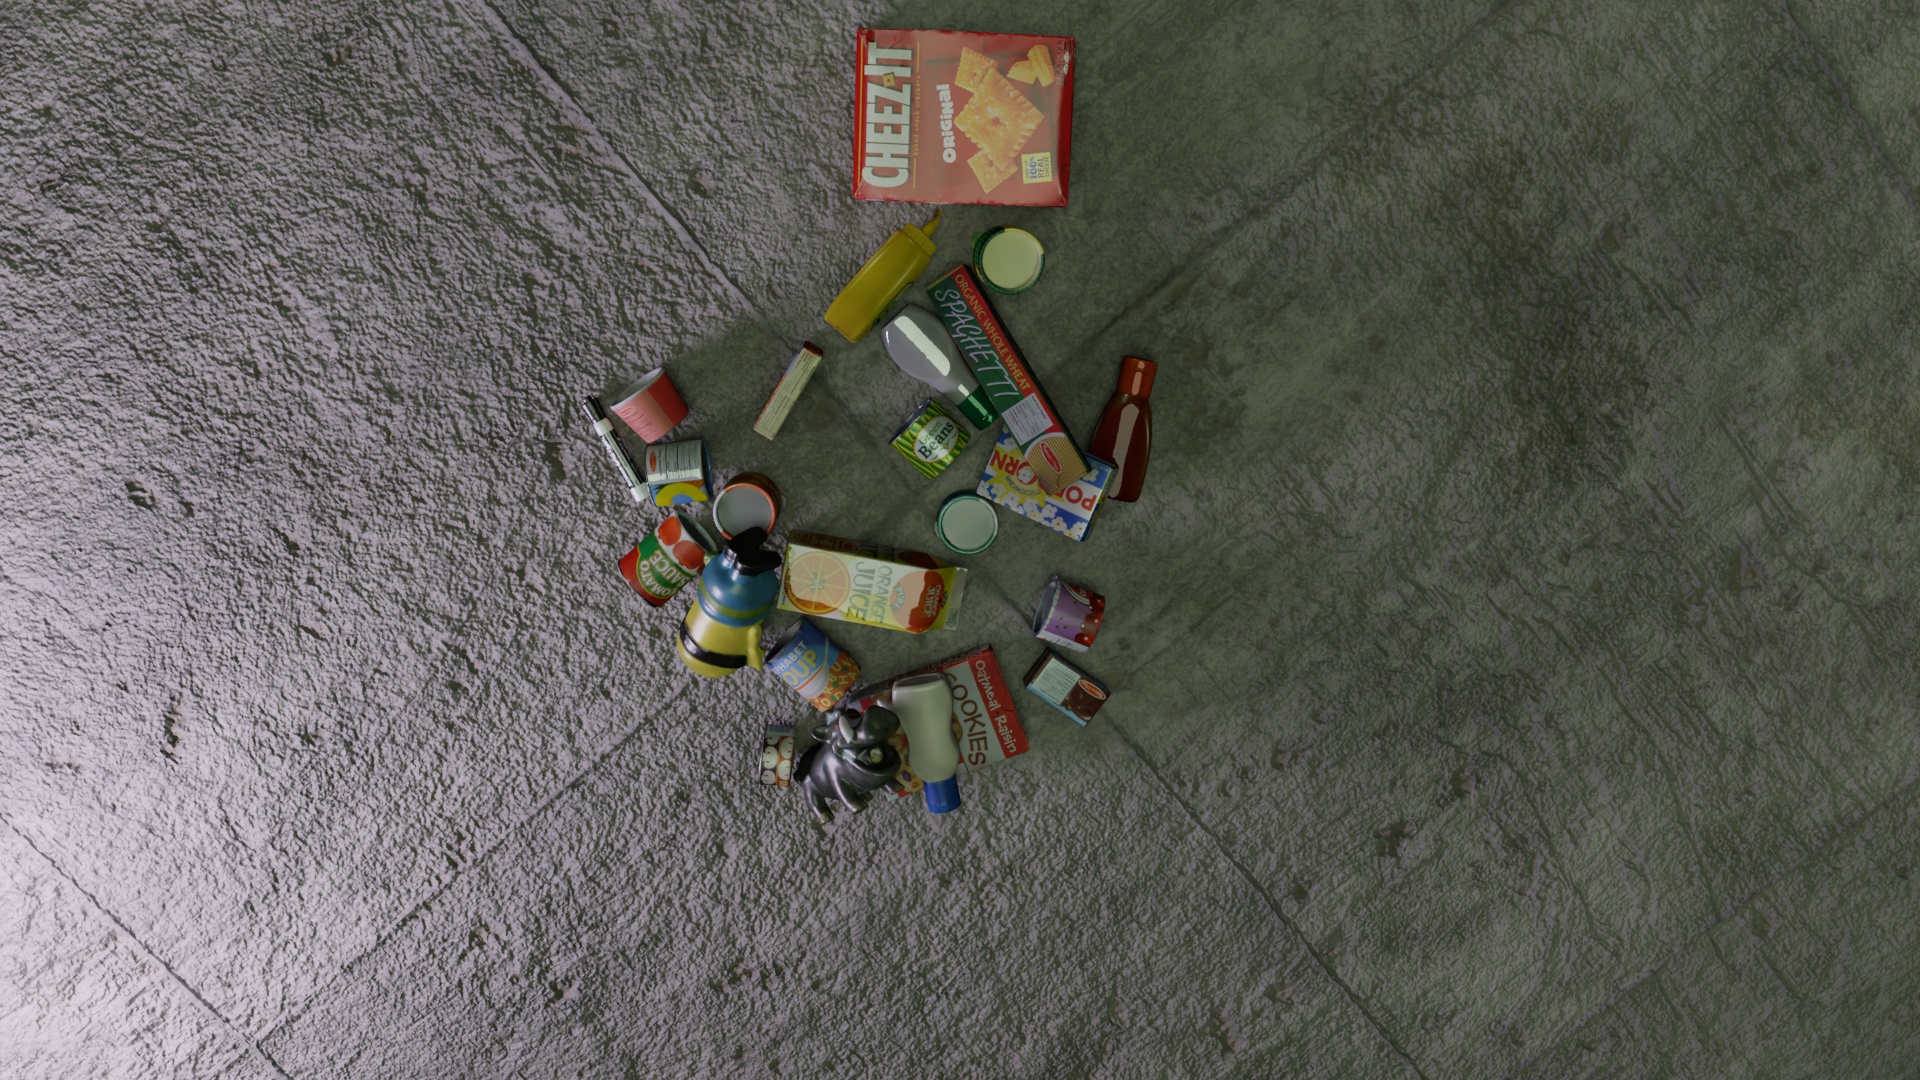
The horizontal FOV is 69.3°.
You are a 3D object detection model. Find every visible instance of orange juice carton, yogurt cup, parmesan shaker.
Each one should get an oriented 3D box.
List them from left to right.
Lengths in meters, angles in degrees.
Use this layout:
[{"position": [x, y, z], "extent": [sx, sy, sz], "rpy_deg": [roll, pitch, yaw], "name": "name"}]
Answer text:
[{"position": [-0.315, -0.137, 1.421], "extent": [0.072, 0.072, 0.054], "rpy_deg": [-34, 110, 6], "name": "yogurt cup"}, {"position": [-0.092, 0.046, 1.465], "extent": [0.193, 0.073, 0.071], "rpy_deg": [11, 102, -5], "name": "orange juice carton"}, {"position": [0.044, -0.281, 1.380], "extent": [0.071, 0.103, 0.071], "rpy_deg": [0, 103, -2], "name": "parmesan shaker"}]

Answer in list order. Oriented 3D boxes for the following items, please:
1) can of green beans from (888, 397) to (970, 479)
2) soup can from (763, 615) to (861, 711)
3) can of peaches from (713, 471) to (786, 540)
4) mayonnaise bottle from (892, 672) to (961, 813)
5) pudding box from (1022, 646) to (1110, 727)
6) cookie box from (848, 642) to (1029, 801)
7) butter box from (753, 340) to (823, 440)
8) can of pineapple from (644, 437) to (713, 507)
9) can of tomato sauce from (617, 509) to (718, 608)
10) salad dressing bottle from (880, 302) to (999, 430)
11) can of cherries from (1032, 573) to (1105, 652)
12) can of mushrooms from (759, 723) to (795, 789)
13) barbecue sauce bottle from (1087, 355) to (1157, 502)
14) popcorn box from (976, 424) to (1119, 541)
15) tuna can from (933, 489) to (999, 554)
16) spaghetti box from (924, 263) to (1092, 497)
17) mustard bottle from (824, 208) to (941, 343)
[{"position": [-0.031, -0.105, 1.436], "extent": [0.058, 0.071, 0.071], "rpy_deg": [42, 98, -11], "name": "can of green beans"}, {"position": [-0.158, 0.134, 1.483], "extent": [0.083, 0.071, 0.071], "rpy_deg": [42, 98, -11], "name": "soup can"}, {"position": [-0.220, -0.034, 1.450], "extent": [0.071, 0.058, 0.071], "rpy_deg": [0, 103, -1], "name": "can of peaches"}, {"position": [-0.030, 0.217, 1.481], "extent": [0.065, 0.041, 0.147], "rpy_deg": [-10, 104, 3], "name": "mayonnaise bottle"}, {"position": [0.116, 0.161, 1.521], "extent": [0.083, 0.030, 0.049], "rpy_deg": [34, 98, -9], "name": "pudding box"}, {"position": [-0.023, 0.199, 1.519], "extent": [0.167, 0.040, 0.122], "rpy_deg": [-20, 102, 3], "name": "cookie box"}, {"position": [-0.177, -0.154, 1.427], "extent": [0.024, 0.053, 0.103], "rpy_deg": [31, 101, -11], "name": "butter box"}, {"position": [-0.290, -0.070, 1.437], "extent": [0.058, 0.071, 0.070], "rpy_deg": [-7, 103, 0], "name": "can of pineapple"}, {"position": [-0.305, 0.019, 1.453], "extent": [0.083, 0.071, 0.071], "rpy_deg": [-41, 101, 7], "name": "can of tomato sauce"}, {"position": [-0.017, -0.177, 1.433], "extent": [0.064, 0.044, 0.147], "rpy_deg": [-41, 102, 13], "name": "salad dressing bottle"}, {"position": [0.117, 0.078, 1.483], "extent": [0.058, 0.071, 0.071], "rpy_deg": [20, 102, -6], "name": "can of cherries"}, {"position": [-0.199, 0.236, 1.507], "extent": [0.033, 0.071, 0.071], "rpy_deg": [6, 103, -5], "name": "can of mushrooms"}, {"position": [0.172, -0.117, 1.453], "extent": [0.065, 0.044, 0.148], "rpy_deg": [13, 101, 2], "name": "barbecue sauce bottle"}, {"position": [0.090, -0.063, 1.442], "extent": [0.127, 0.038, 0.085], "rpy_deg": [26, 102, 16], "name": "popcorn box"}, {"position": [0.005, -0.018, 1.474], "extent": [0.071, 0.033, 0.071], "rpy_deg": [-1, 103, -2], "name": "tuna can"}, {"position": [0.049, -0.163, 1.408], "extent": [0.050, 0.029, 0.250], "rpy_deg": [-32, 86, 17], "name": "spaghetti box"}, {"position": [-0.070, -0.271, 1.400], "extent": [0.049, 0.065, 0.160], "rpy_deg": [42, 94, -6], "name": "mustard bottle"}]
